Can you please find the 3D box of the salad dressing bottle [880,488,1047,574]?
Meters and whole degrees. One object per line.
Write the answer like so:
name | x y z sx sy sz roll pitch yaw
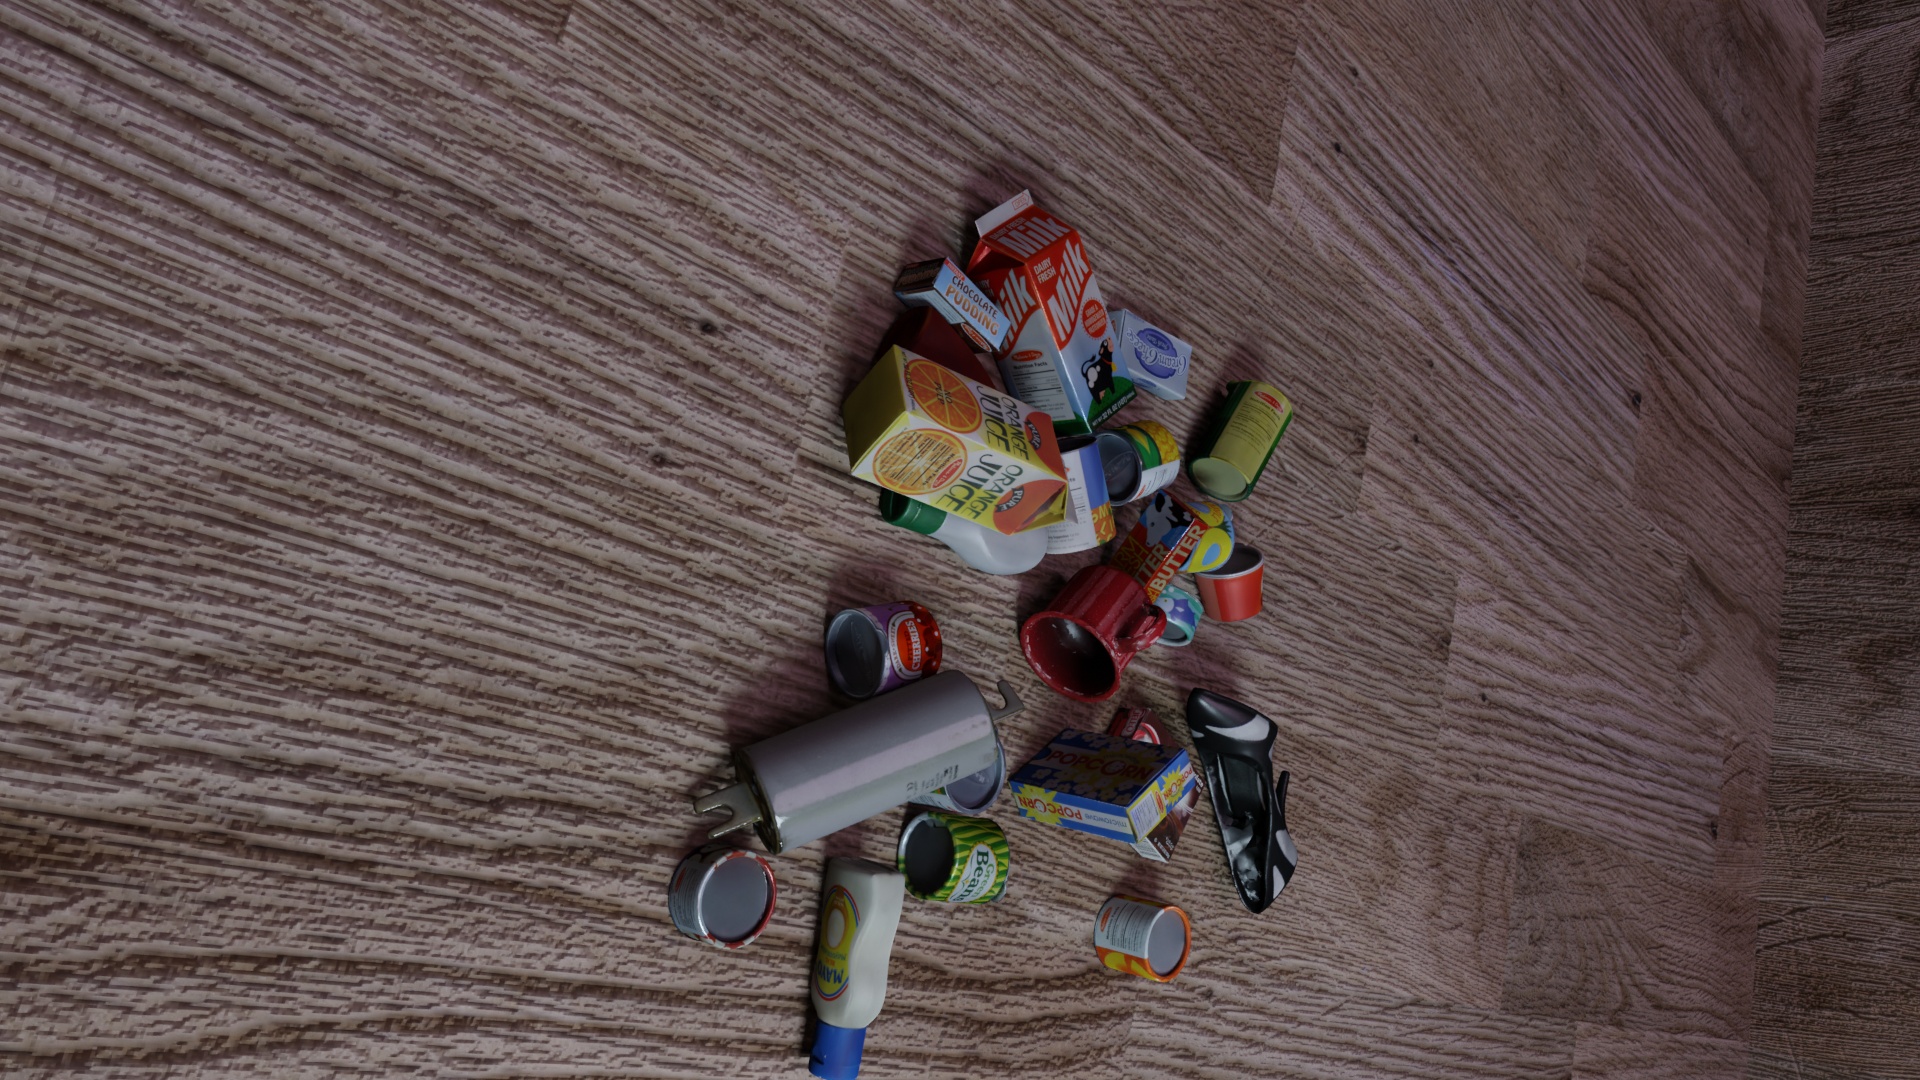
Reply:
salad dressing bottle | 0.004 -0.014 1.086 0.147 0.044 0.064 18 73 -41

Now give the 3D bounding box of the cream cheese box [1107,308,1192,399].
cream cheese box | 0.169 -0.168 1.261 0.104 0.024 0.053 19 77 -42

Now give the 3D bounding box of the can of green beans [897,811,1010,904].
can of green beans | -0.005 0.241 1.054 0.058 0.071 0.071 19 77 -42

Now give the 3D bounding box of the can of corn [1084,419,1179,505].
can of corn | 0.147 -0.071 1.211 0.058 0.071 0.071 -18 102 -43

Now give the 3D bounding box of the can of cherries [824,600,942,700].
can of cherries | -0.054 0.079 1.007 0.058 0.071 0.071 -6 94 -44

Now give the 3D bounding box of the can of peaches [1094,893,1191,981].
can of peaches | 0.162 0.349 1.220 0.071 0.058 0.071 1 88 -44

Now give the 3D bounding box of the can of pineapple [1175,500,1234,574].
can of pineapple | 0.207 -0.004 1.264 0.058 0.071 0.071 -3 92 -44

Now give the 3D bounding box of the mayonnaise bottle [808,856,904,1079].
mayonnaise bottle | -0.078 0.304 0.988 0.041 0.064 0.148 14 83 -40

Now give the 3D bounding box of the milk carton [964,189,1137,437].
milk carton | 0.067 -0.184 1.129 0.073 0.073 0.190 -40 115 -37

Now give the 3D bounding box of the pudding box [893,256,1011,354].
pudding box | -0.006 -0.180 1.075 0.083 0.049 0.030 41 64 -35

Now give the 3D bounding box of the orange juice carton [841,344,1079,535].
orange juice carton | 0.012 -0.066 1.037 0.193 0.072 0.072 20 41 -33

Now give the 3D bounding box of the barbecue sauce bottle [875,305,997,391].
barbecue sauce bottle | 0.000 -0.113 1.083 0.148 0.043 0.065 44 62 -35

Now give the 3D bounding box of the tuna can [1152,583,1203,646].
tuna can | 0.178 0.064 1.236 0.071 0.071 0.033 41 63 -36

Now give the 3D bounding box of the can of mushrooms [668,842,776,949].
can of mushrooms | -0.157 0.238 0.931 0.071 0.033 0.071 2 87 -44

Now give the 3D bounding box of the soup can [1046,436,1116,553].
soup can | 0.090 -0.039 1.155 0.071 0.071 0.083 -24 107 -42

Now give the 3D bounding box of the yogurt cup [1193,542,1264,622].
yogurt cup | 0.255 0.042 1.315 0.073 0.072 0.053 -31 118 -40

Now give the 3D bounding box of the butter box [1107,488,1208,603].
butter box | 0.165 0.012 1.203 0.024 0.053 0.103 23 106 -41

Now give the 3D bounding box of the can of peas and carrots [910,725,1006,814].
can of peas and carrots | -0.008 0.170 1.059 0.071 0.058 0.071 2 87 -45

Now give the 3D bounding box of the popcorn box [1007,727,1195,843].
popcorn box | 0.115 0.197 1.130 0.085 0.126 0.038 -36 116 -38

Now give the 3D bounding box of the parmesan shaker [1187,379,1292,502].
parmesan shaker | 0.264 -0.096 1.326 0.071 0.071 0.103 52 57 -30
